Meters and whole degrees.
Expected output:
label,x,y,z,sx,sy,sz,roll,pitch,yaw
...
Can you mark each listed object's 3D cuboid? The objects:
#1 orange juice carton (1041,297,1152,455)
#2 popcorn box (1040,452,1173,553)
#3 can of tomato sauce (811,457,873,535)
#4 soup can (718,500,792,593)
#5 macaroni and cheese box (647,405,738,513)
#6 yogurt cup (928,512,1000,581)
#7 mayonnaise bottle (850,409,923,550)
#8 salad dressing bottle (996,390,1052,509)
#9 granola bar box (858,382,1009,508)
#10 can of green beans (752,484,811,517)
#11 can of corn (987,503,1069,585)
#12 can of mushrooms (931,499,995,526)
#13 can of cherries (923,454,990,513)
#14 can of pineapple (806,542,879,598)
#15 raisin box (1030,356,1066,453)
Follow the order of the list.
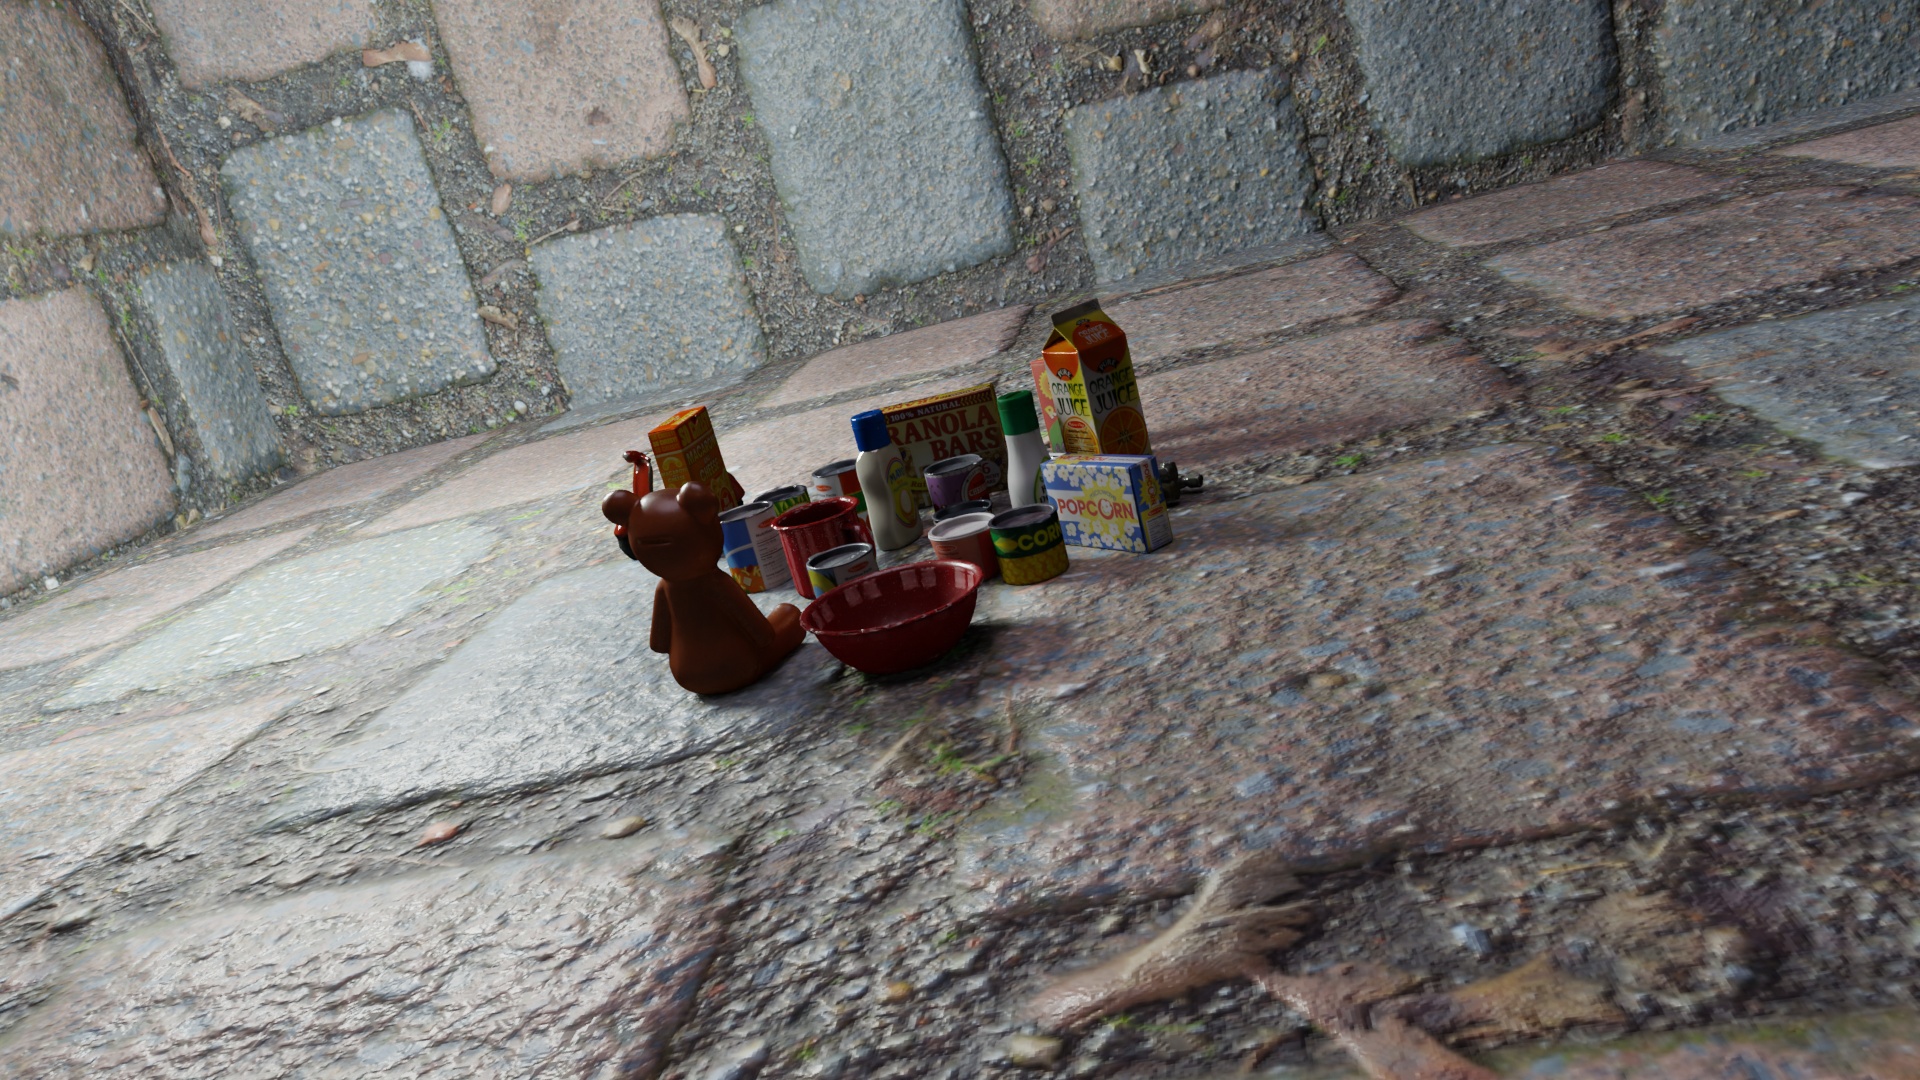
label,x,y,z,sx,sy,sz,roll,pitch,yaw
orange juice carton,0.151,-0.174,1.581,0.072,0.192,0.073,-23,17,-28
popcorn box,0.139,-0.037,1.321,0.038,0.085,0.126,-25,19,-33
can of tomato sauce,-0.127,-0.047,1.598,0.071,0.083,0.071,-14,15,4
soup can,-0.224,0.007,1.501,0.071,0.083,0.071,-14,15,4
macaroni and cheese box,-0.321,-0.071,1.705,0.040,0.166,0.124,-12,16,11
yogurt cup,0.008,0.010,1.336,0.072,0.053,0.072,-14,16,4
mayonnaise bottle,-0.083,-0.067,1.509,0.041,0.147,0.065,-6,18,30
salad dressing bottle,0.071,-0.077,1.404,0.044,0.147,0.064,-2,20,40
granola bar box,-0.028,-0.107,1.641,0.165,0.124,0.039,-13,15,8
can of green beans,-0.207,-0.028,1.656,0.071,0.057,0.071,-14,16,4
can of corn,0.066,0.004,1.296,0.071,0.058,0.071,-14,16,4
can of mushrooms,0.005,-0.018,1.472,0.071,0.033,0.071,-14,16,4
can of cherries,-0.001,-0.060,1.575,0.071,0.058,0.072,-14,16,4
can of pineapple,-0.109,0.040,1.330,0.071,0.057,0.071,-14,16,4
raisin box,0.142,-0.167,1.695,0.086,0.123,0.040,-3,20,38
